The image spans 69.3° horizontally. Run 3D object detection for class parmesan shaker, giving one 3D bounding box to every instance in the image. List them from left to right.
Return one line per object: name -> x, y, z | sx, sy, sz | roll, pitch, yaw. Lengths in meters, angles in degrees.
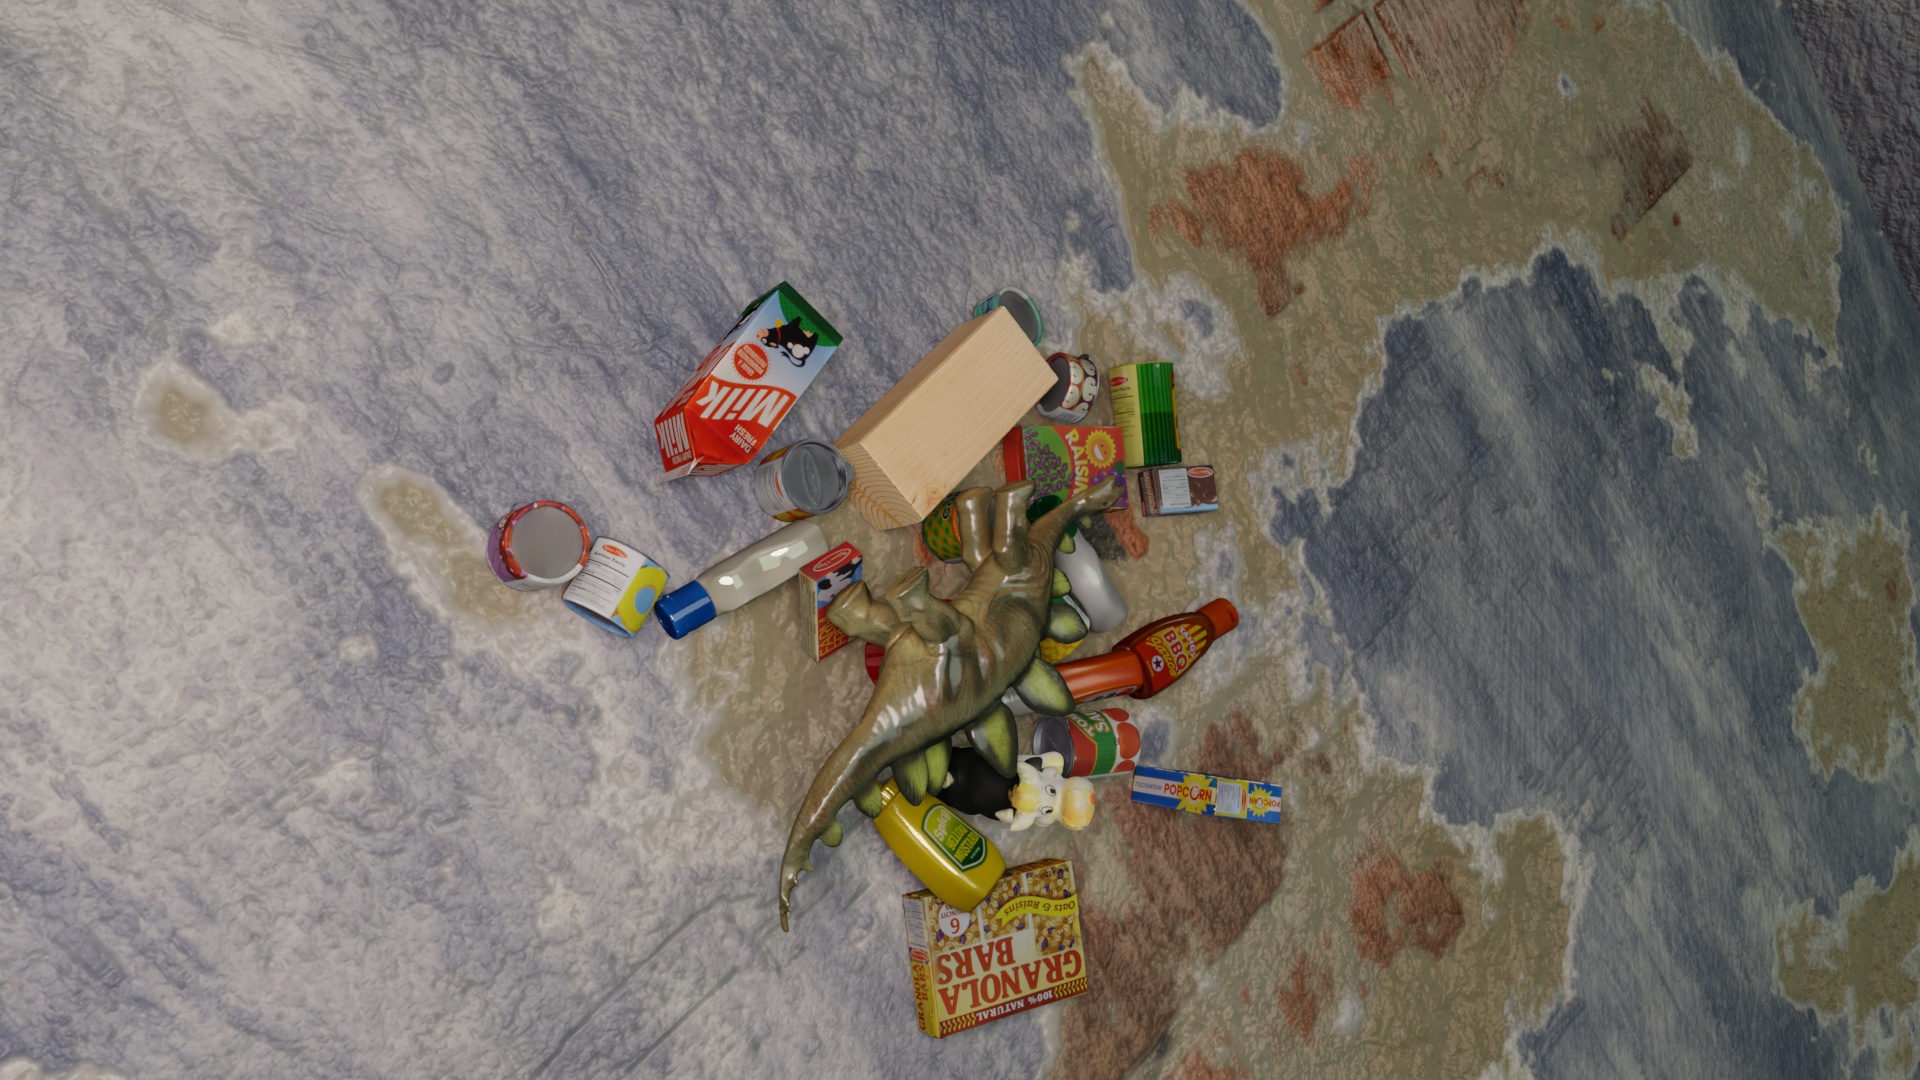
parmesan shaker -> 0.187, -0.127, 1.416 | 0.071, 0.071, 0.103 | -5, 90, -33

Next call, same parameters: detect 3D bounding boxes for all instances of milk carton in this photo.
milk carton -> -0.189, -0.122, 1.173 | 0.073, 0.072, 0.191 | 43, 63, -21

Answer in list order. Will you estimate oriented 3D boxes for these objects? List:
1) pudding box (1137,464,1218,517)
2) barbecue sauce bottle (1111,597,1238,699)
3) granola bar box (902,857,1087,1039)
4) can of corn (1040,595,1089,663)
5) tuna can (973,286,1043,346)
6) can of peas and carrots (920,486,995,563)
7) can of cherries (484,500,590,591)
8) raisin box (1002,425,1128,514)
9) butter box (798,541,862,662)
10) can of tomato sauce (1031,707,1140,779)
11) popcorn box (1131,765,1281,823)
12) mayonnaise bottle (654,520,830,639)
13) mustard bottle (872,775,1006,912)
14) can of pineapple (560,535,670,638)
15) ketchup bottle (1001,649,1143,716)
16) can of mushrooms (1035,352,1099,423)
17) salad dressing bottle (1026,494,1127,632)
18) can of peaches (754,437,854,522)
pudding box -> 0.228, -0.051, 1.452 | 0.084, 0.030, 0.049 | -5, 85, -33
barbecue sauce bottle -> 0.223, 0.104, 1.418 | 0.149, 0.043, 0.065 | -27, 97, -33
granola bar box -> 0.034, 0.367, 1.264 | 0.166, 0.039, 0.124 | -5, 86, -32
can of corn -> 0.078, 0.078, 1.319 | 0.058, 0.071, 0.071 | 48, 62, -18
tuna can -> 0.048, -0.209, 1.348 | 0.071, 0.032, 0.071 | 21, 58, -38
can of peas and carrots -> 0.005, -0.016, 1.288 | 0.071, 0.058, 0.071 | 5, 80, -32
can of cherries -> -0.328, 0.002, 1.075 | 0.071, 0.058, 0.071 | 5, 81, -32
raisin box -> 0.104, -0.069, 1.371 | 0.124, 0.040, 0.086 | -2, 84, -31
butter box -> -0.111, 0.053, 1.190 | 0.053, 0.024, 0.103 | -31, 144, -32
can of tomato sauce -> 0.121, 0.194, 1.327 | 0.083, 0.071, 0.071 | -1, 84, -33
popcorn box -> 0.239, 0.247, 1.359 | 0.085, 0.126, 0.038 | 13, 81, -30
mayonnaise bottle -> -0.184, 0.032, 1.163 | 0.149, 0.064, 0.041 | -31, 106, -27
mustard bottle -> -0.035, 0.253, 1.217 | 0.160, 0.048, 0.065 | 41, 37, 2
can of pineapple -> -0.273, 0.038, 1.101 | 0.071, 0.071, 0.058 | 36, 70, -24
ketchup bottle -> 0.097, 0.138, 1.326 | 0.149, 0.064, 0.043 | -9, 81, -24
can of mushrooms -> 0.104, -0.152, 1.366 | 0.033, 0.071, 0.071 | 11, 77, -29
salad dressing bottle -> 0.111, 0.022, 1.336 | 0.044, 0.064, 0.147 | -28, 118, 8
can of peaches -> -0.136, -0.052, 1.205 | 0.071, 0.058, 0.071 | 5, 80, -32
